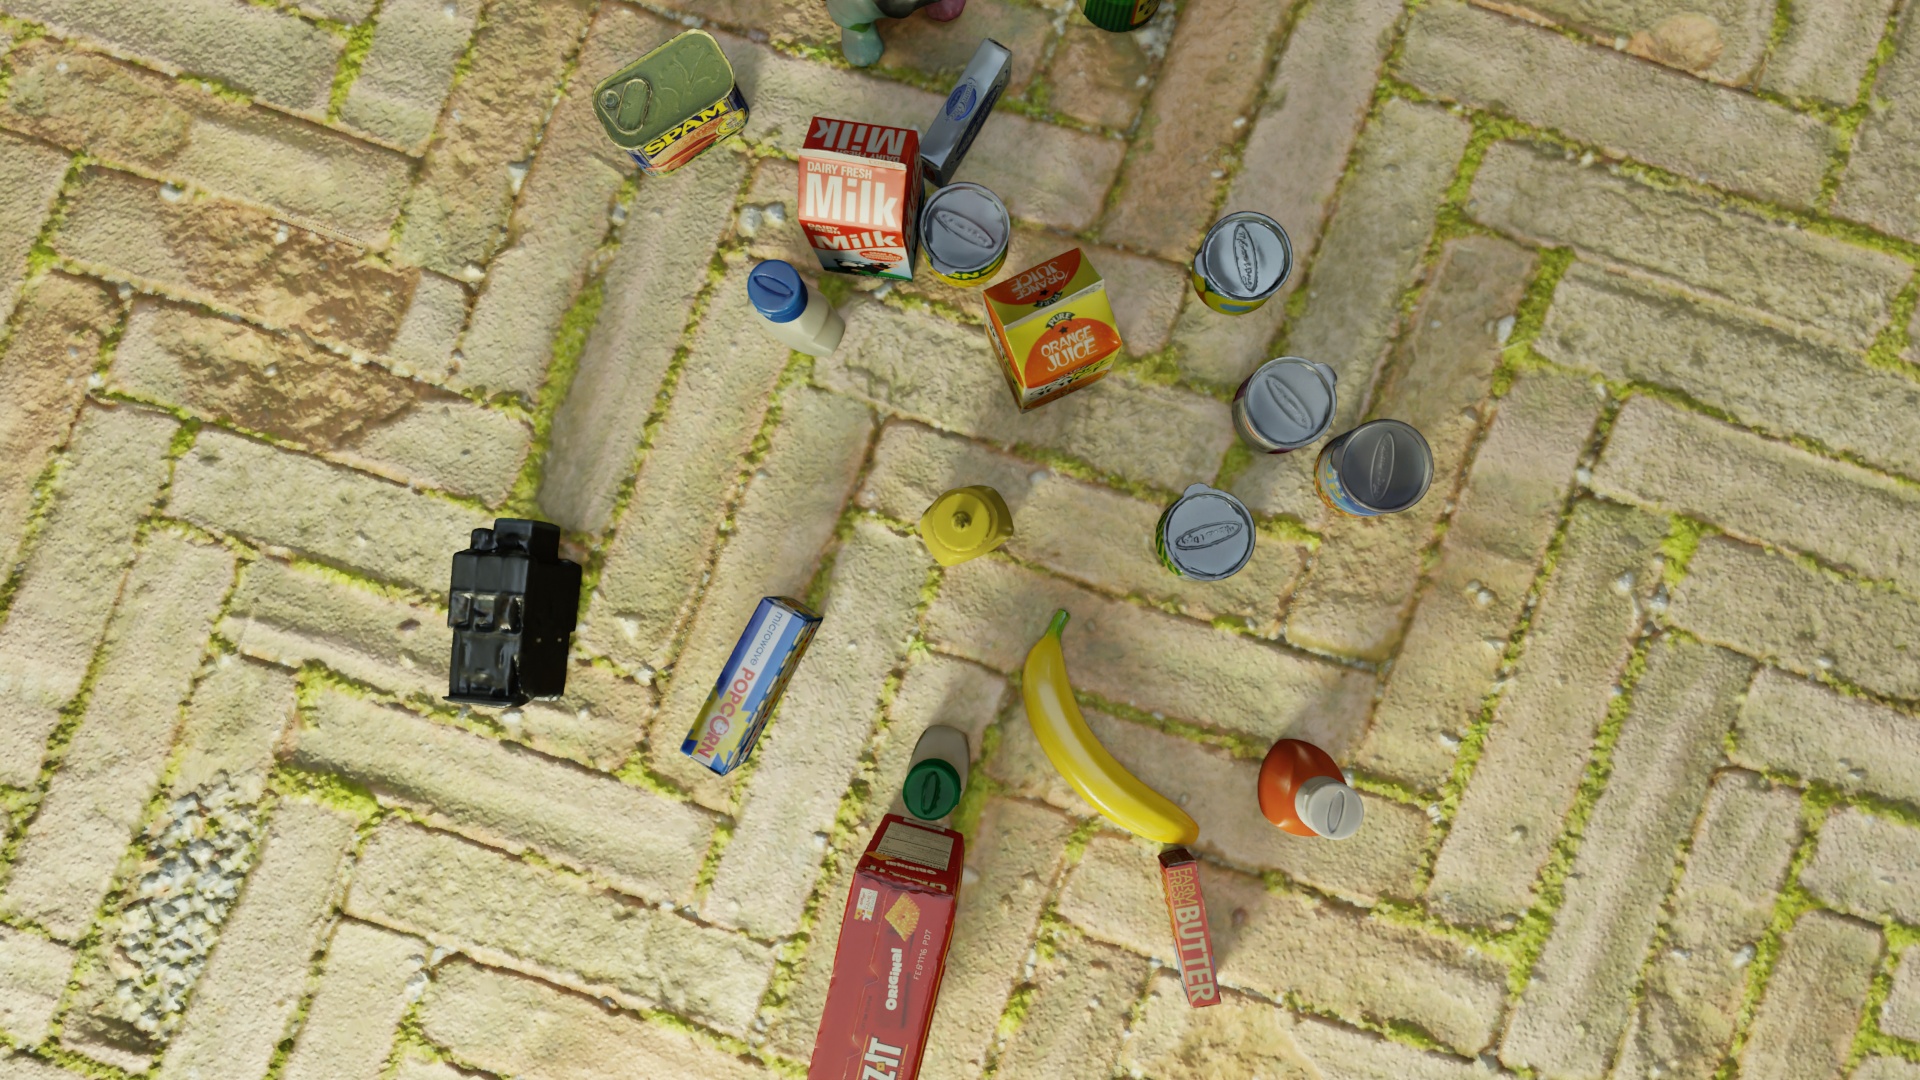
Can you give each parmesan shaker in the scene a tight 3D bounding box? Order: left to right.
[{"bbox_3d":[0.122,-0.425,1.014,0.071,0.103,0.071,0,88,2],"label":"parmesan shaker"}]

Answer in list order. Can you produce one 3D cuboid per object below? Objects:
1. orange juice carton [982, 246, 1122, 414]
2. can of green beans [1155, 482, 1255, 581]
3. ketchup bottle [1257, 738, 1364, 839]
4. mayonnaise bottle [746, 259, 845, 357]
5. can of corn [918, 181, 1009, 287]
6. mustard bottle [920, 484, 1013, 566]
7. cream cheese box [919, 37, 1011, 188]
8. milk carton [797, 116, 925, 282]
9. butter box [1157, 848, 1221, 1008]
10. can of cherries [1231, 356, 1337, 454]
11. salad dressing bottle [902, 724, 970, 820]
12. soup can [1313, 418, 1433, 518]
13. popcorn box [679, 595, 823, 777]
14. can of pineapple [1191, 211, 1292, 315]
[{"bbox_3d":[0.061,-0.144,0.958,0.072,0.192,0.073,-24,88,1],"label":"orange juice carton"},{"bbox_3d":[0.178,-0.003,1.016,0.071,0.058,0.071,0,88,1],"label":"can of green beans"},{"bbox_3d":[0.241,0.176,0.961,0.043,0.149,0.064,13,88,2],"label":"ketchup bottle"},{"bbox_3d":[-0.120,-0.165,0.985,0.065,0.148,0.041,24,89,2],"label":"mayonnaise bottle"},{"bbox_3d":[0.002,-0.223,1.030,0.071,0.058,0.071,0,88,1],"label":"can of corn"},{"bbox_3d":[0.003,-0.012,0.969,0.065,0.160,0.049,-26,88,1],"label":"mustard bottle"},{"bbox_3d":[0.003,-0.318,1.037,0.024,0.053,0.104,31,89,2],"label":"cream cheese box"},{"bbox_3d":[-0.067,-0.239,0.966,0.072,0.190,0.073,8,88,2],"label":"milk carton"},{"bbox_3d":[0.165,0.279,1.006,0.024,0.053,0.103,-10,87,1],"label":"butter box"},{"bbox_3d":[0.239,-0.099,1.019,0.071,0.058,0.071,0,88,1],"label":"can of cherries"},{"bbox_3d":[-0.017,0.165,0.968,0.044,0.147,0.064,12,88,2],"label":"salad dressing bottle"},{"bbox_3d":[0.293,-0.051,1.002,0.071,0.084,0.071,0,88,1],"label":"soup can"},{"bbox_3d":[-0.149,0.102,1.005,0.038,0.085,0.126,28,89,2],"label":"popcorn box"},{"bbox_3d":[0.205,-0.203,1.025,0.071,0.058,0.071,0,88,1],"label":"can of pineapple"}]
